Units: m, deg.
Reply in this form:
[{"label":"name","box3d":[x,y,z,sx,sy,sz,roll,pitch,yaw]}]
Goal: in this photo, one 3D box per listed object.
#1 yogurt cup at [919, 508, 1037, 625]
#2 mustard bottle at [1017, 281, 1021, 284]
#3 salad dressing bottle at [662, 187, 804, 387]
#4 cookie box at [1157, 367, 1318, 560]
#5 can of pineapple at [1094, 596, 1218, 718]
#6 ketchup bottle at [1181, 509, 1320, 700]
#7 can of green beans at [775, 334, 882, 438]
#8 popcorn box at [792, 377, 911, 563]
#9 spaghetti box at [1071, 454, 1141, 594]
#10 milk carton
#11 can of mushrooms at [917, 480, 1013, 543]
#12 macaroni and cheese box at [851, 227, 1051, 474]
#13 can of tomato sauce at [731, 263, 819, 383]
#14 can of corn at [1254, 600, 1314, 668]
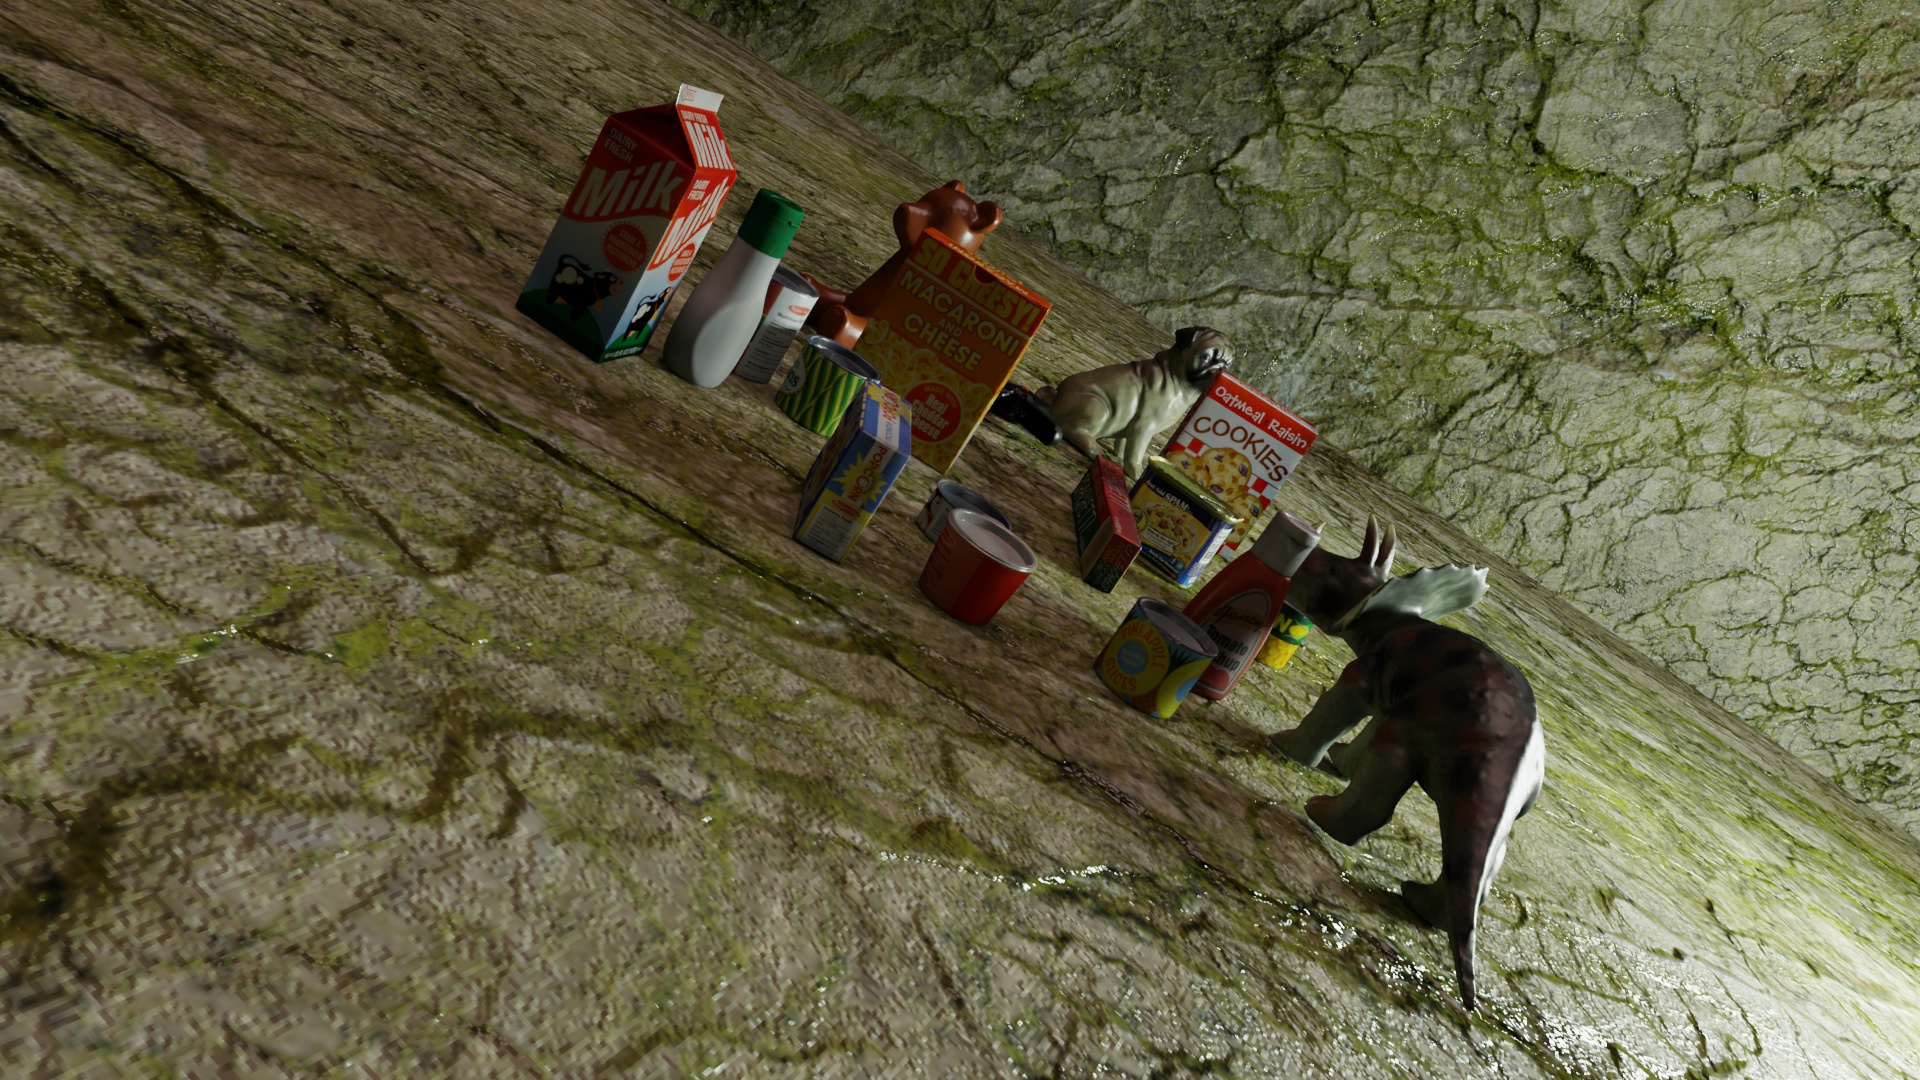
[{"label":"yogurt cup","box3d":[0.009,0.019,0.916,0.072,0.053,0.072,30,17,-10]},{"label":"mustard bottle","box3d":[0.006,-0.165,1.237,0.065,0.159,0.049,35,17,8]},{"label":"salad dressing bottle","box3d":[-0.163,-0.183,1.010,0.044,0.147,0.064,39,18,21]},{"label":"cookie box","box3d":[0.281,-0.082,1.480,0.123,0.167,0.040,31,16,-5]},{"label":"can of pineapple","box3d":[0.134,0.081,0.959,0.071,0.057,0.071,30,17,-10]},{"label":"ketchup bottle","box3d":[0.210,0.046,1.035,0.065,0.148,0.044,29,17,-13]},{"label":"can of green beans","box3d":[-0.105,-0.120,1.094,0.071,0.057,0.071,30,17,-10]},{"label":"popcorn box","box3d":[-0.069,-0.048,0.910,0.038,0.085,0.127,29,17,-12]},{"label":"spaghetti box","box3d":[0.128,-0.020,1.240,0.028,0.050,0.251,30,17,-8]},{"label":"milk carton","box3d":[-0.219,-0.222,0.947,0.073,0.190,0.072,34,17,4]},{"label":"can of mushrooms","box3d":[0.004,-0.013,1.030,0.071,0.033,0.071,30,17,-10]},{"label":"macaroni and cheese box","box3d":[-0.019,-0.158,1.163,0.124,0.166,0.040,32,16,-1]},{"label":"can of tomato sauce","box3d":[-0.162,-0.179,1.109,0.071,0.083,0.071,30,17,-10]},{"label":"can of corn","box3d":[0.273,0.072,1.229,0.071,0.058,0.071,30,17,-10]}]
